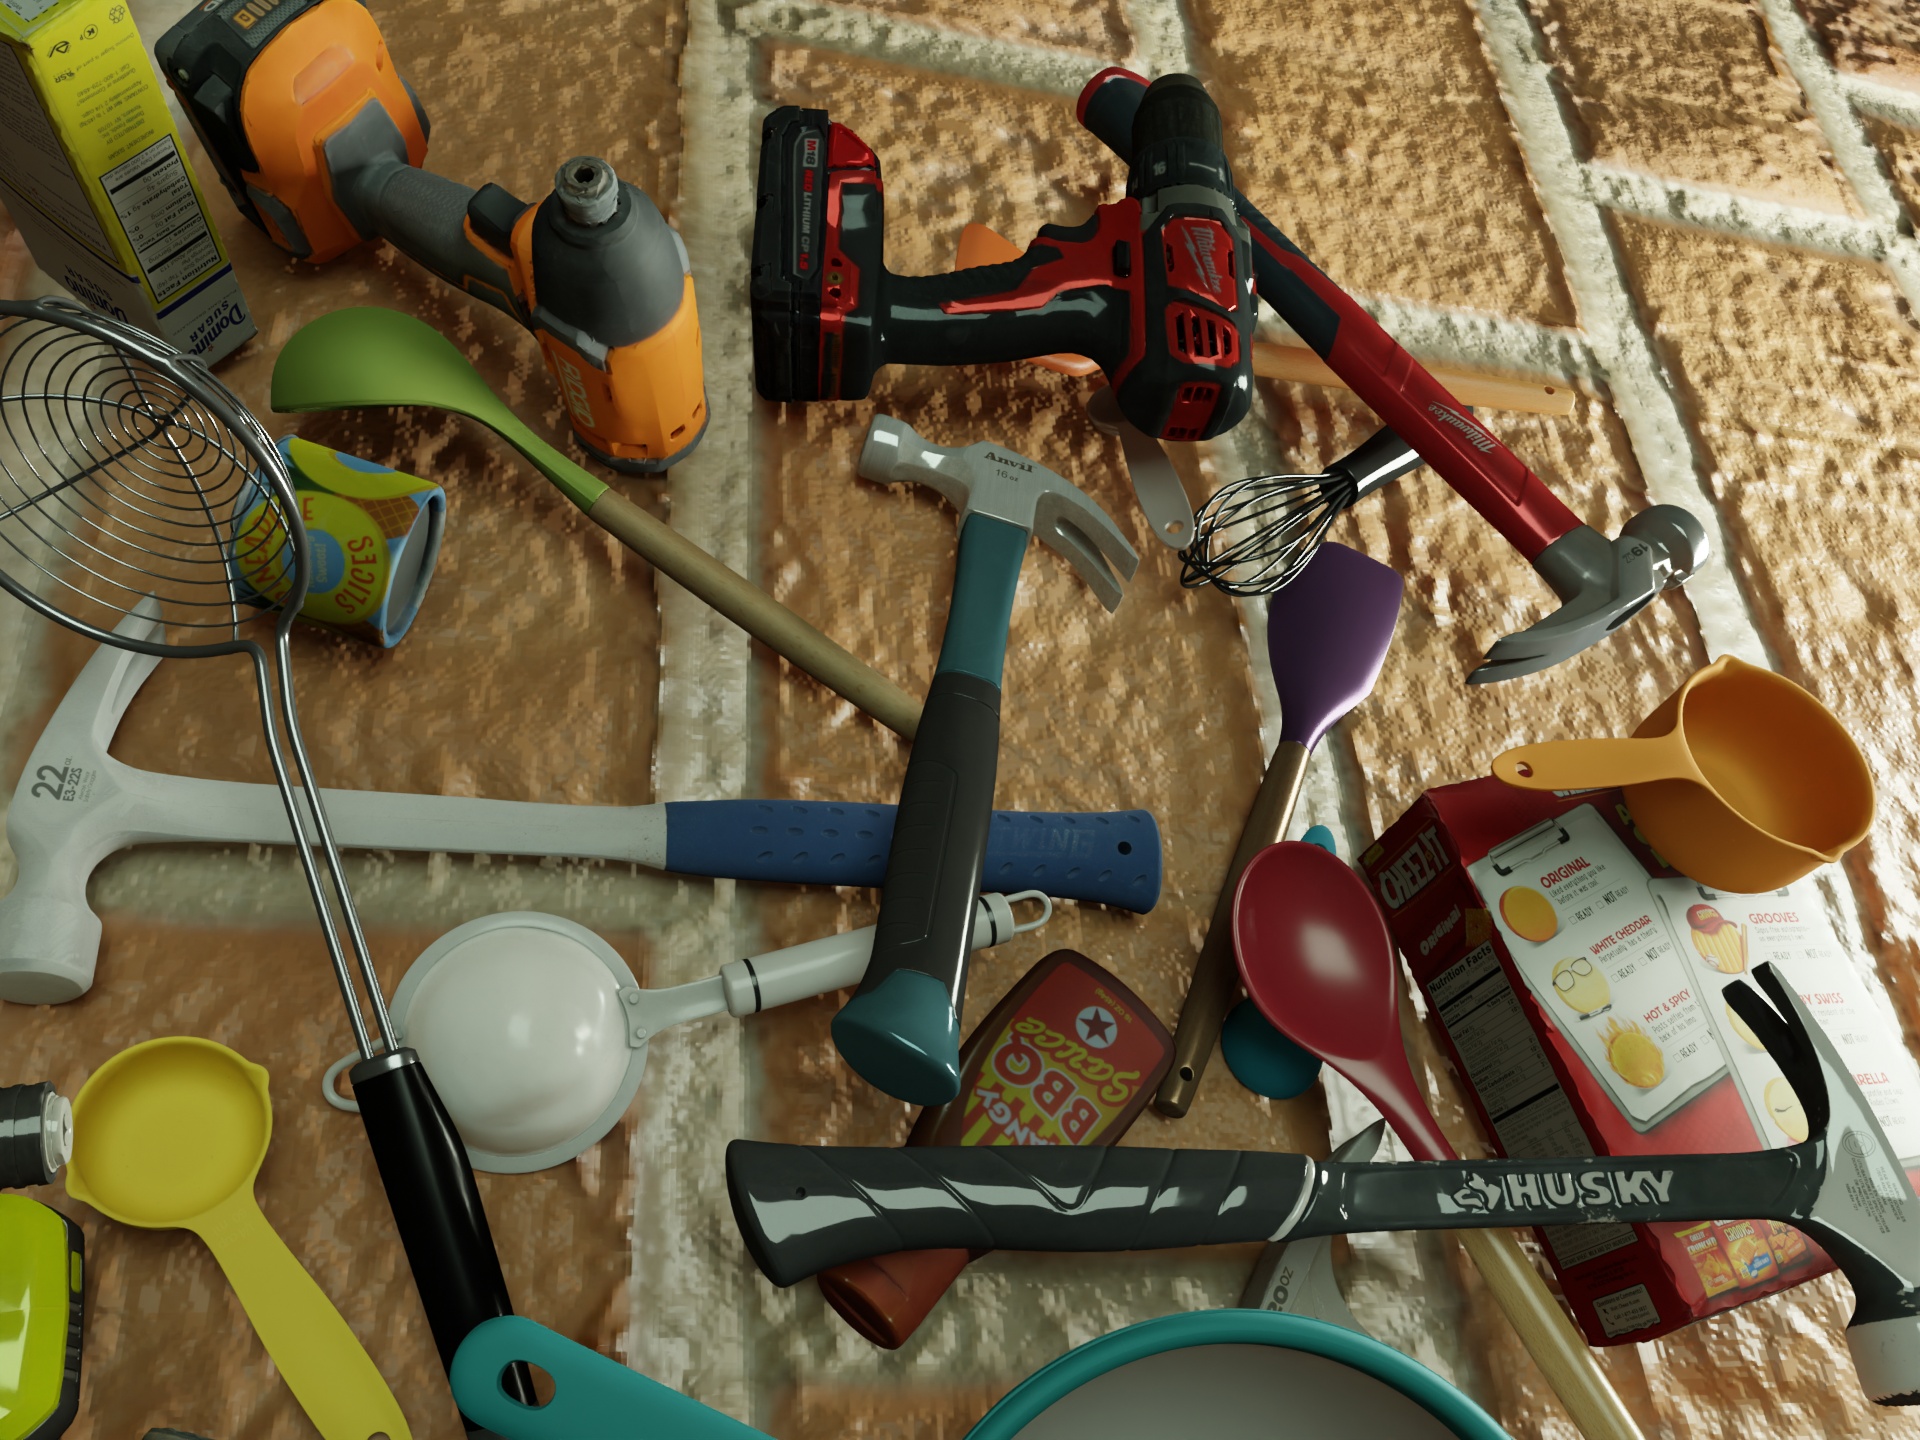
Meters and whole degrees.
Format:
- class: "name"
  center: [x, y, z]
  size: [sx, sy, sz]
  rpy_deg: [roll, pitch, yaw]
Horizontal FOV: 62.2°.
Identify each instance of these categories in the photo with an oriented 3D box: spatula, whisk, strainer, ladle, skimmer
- class: "spatula"
  center: [0.135, 0.031, 0.685]
  size: [0.060, 0.018, 0.316]
  rpy_deg: [25, 54, 2]
- class: "whisk"
  center: [0.186, -0.117, 0.775]
  size: [0.239, 0.055, 0.055]
  rpy_deg: [-32, 74, -36]
- class: "spatula"
  center: [0.154, -0.187, 0.797]
  size: [0.322, 0.041, 0.081]
  rpy_deg: [7, 57, -4]
- class: "strainer"
  center: [-0.084, 0.093, 0.547]
  size: [0.258, 0.050, 0.087]
  rpy_deg: [-12, 89, -21]
- class: "ladle"
  center: [-0.130, -0.063, 0.642]
  size: [0.320, 0.062, 0.078]
  rpy_deg: [35, 11, -5]
- class: "strainer"
  center: [0.015, 0.252, 0.461]
  size: [0.340, 0.095, 0.211]
  rpy_deg: [24, 73, 3]
- class: "skimmer"
  center: [-0.213, 0.053, 0.470]
  size: [0.090, 0.127, 0.363]
  rpy_deg: [-11, 80, -60]
- class: "ladle"
  center: [0.188, 0.183, 0.563]
  size: [0.069, 0.031, 0.316]
  rpy_deg: [-21, 69, -25]

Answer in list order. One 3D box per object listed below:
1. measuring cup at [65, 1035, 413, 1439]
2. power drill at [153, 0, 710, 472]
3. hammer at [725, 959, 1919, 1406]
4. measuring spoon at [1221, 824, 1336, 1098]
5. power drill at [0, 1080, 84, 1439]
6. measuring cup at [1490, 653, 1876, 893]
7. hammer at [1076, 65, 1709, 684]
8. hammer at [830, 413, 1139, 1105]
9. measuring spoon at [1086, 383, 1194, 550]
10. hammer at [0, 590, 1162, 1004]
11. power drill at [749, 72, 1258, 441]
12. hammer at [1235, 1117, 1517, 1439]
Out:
- class: "measuring cup"
  center: [-0.215, 0.169, 0.488]
  size: [0.062, 0.029, 0.156]
  rpy_deg: [-33, 86, -31]
- class: "power drill"
  center: [-0.200, -0.207, 0.632]
  size: [0.226, 0.164, 0.084]
  rpy_deg: [35, 72, 7]
- class: "hammer"
  center: [0.128, 0.152, 0.527]
  size: [0.409, 0.036, 0.149]
  rpy_deg: [2, 59, -9]
- class: "measuring spoon"
  center: [0.139, 0.091, 0.646]
  size: [0.042, 0.021, 0.129]
  rpy_deg: [24, 56, -3]
- class: "power drill"
  center: [-0.284, 0.130, 0.361]
  size: [0.171, 0.223, 0.080]
  rpy_deg: [-3, 61, -20]
- class: "measuring cup"
  center: [0.273, 0.027, 0.629]
  size: [0.173, 0.052, 0.095]
  rpy_deg: [-2, 58, -18]
- class: "hammer"
  center: [0.170, -0.182, 0.761]
  size: [0.143, 0.038, 0.387]
  rpy_deg: [-27, 66, -27]
- class: "hammer"
  center: [-0.001, -0.002, 0.613]
  size: [0.128, 0.033, 0.331]
  rpy_deg: [16, 44, -6]
- class: "measuring spoon"
  center: [0.088, -0.117, 0.745]
  size: [0.034, 0.018, 0.124]
  rpy_deg: [-19, 48, 5]
- class: "hammer"
  center: [-0.120, 0.036, 0.587]
  size: [0.405, 0.035, 0.144]
  rpy_deg: [4, 59, -16]
- class: "power drill"
  center: [0.023, -0.222, 0.727]
  size: [0.226, 0.080, 0.188]
  rpy_deg: [3, 67, -4]
- class: "hammer"
  center: [0.254, 0.299, 0.550]
  size: [0.359, 0.036, 0.149]
  rpy_deg: [35, 55, 5]
